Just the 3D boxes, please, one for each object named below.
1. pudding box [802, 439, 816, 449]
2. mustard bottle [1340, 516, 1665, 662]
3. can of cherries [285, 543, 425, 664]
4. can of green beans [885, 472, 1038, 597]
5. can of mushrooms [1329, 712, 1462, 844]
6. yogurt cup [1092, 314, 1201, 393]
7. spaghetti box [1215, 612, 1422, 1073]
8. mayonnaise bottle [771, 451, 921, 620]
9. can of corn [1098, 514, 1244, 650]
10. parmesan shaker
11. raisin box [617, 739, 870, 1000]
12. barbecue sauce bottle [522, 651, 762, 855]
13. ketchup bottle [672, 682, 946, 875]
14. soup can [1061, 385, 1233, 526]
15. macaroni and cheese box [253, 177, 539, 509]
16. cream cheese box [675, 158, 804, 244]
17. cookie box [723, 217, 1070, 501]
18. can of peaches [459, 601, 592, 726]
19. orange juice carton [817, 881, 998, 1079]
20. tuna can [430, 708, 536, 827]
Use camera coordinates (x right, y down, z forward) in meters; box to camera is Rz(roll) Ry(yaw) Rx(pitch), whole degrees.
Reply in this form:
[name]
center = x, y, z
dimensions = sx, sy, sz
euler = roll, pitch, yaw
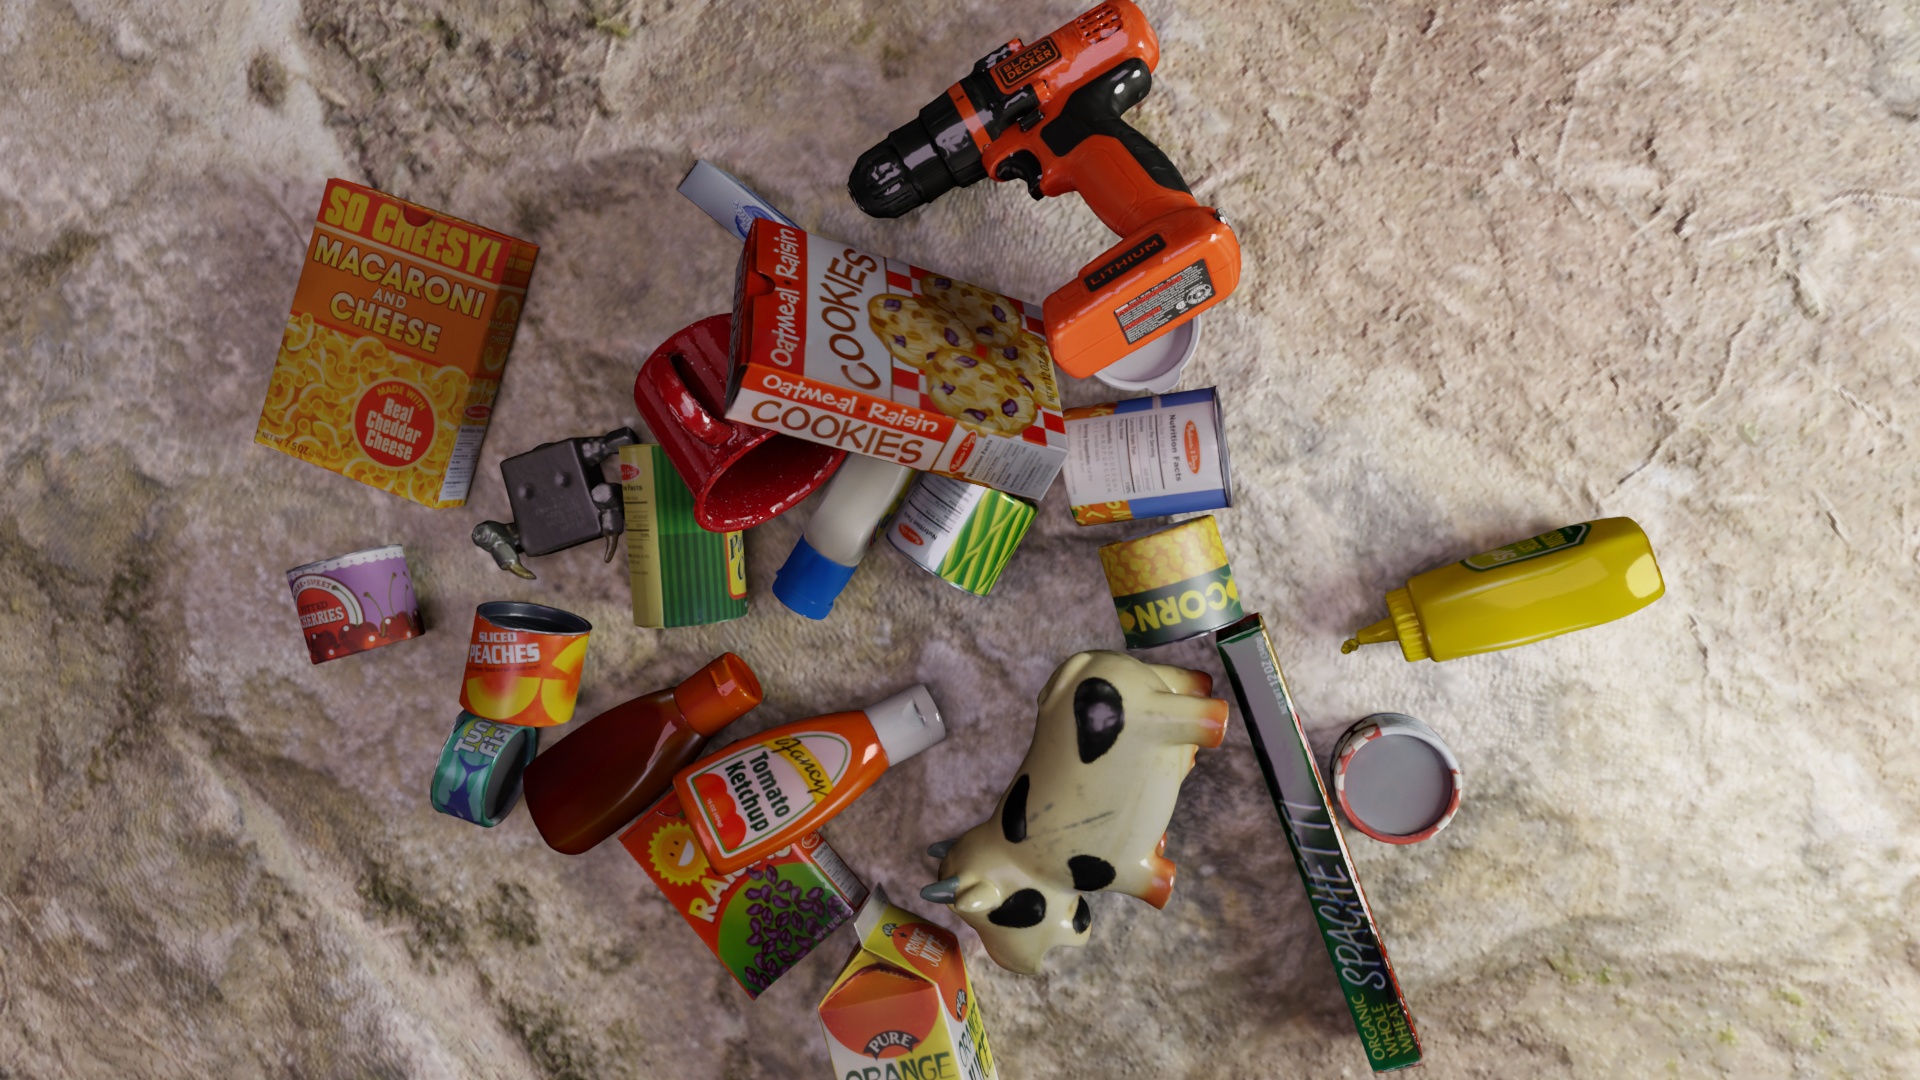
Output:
[pudding box]
center = -0.083, -0.095, 0.785
dimensions = 0.030, 0.050, 0.083
euler = -22, 89, 12
[mustard bottle]
center = 0.277, 0.032, 0.727
dimensions = 0.160, 0.065, 0.048
euler = -18, 95, 14
[can of cherries]
center = -0.362, 0.038, 0.829
dimensions = 0.071, 0.071, 0.058
euler = -14, 92, 10
[can of green beans]
center = 0.002, -0.010, 0.767
dimensions = 0.071, 0.071, 0.057
euler = 33, 98, 6
[can of mushrooms]
center = 0.235, 0.131, 0.754
dimensions = 0.071, 0.033, 0.071
euler = 1, 94, 9
[yogurt cup]
center = 0.095, -0.114, 0.751
dimensions = 0.072, 0.054, 0.072
euler = 1, 94, 10
[spaghetti box]
center = 0.194, 0.162, 0.754
dimensions = 0.028, 0.050, 0.250
euler = -20, 90, 12
[mayonnaise bottle]
center = -0.054, -0.025, 0.780
dimensions = 0.041, 0.065, 0.147
euler = 33, 102, 2
[can of corn]
center = 0.113, 0.022, 0.748
dimensions = 0.071, 0.071, 0.058
euler = -17, 90, 10
[parmesan shaker]
center = -0.159, -0.005, 0.797
dimensions = 0.071, 0.071, 0.103
euler = -3, 94, 10
[raisin box]
center = -0.127, 0.192, 0.815
dimensions = 0.086, 0.040, 0.123
euler = -42, 86, 10
[barbecue sauce bottle]
center = -0.185, 0.121, 0.816
dimensions = 0.148, 0.043, 0.065
euler = -35, 61, 9
[ketchup bottle]
center = -0.081, 0.127, 0.778
dimensions = 0.149, 0.043, 0.065
euler = -25, 76, -13
[soup can]
center = 0.101, -0.044, 0.749
dimensions = 0.084, 0.071, 0.071
euler = -7, 93, 15
[macaroni and cheese box]
center = -0.337, -0.117, 0.830
dimensions = 0.124, 0.040, 0.166
euler = 19, 97, 7
[cream cheese box]
center = -0.106, -0.172, 0.782
dimensions = 0.104, 0.053, 0.024
euler = 39, 101, 5
[cookie box]
center = -0.033, -0.094, 0.708
dimensions = 0.167, 0.123, 0.040
euler = 14, 132, -19
[can of peaches]
center = -0.256, 0.072, 0.813
dimensions = 0.071, 0.071, 0.058
euler = 15, 97, 8
[orange juice carton]
center = -0.026, 0.296, 0.788
dimensions = 0.073, 0.072, 0.192
euler = -16, 91, 10
[tuna can]
center = -0.281, 0.132, 0.822
dimensions = 0.033, 0.071, 0.071
euler = 17, 96, 7
